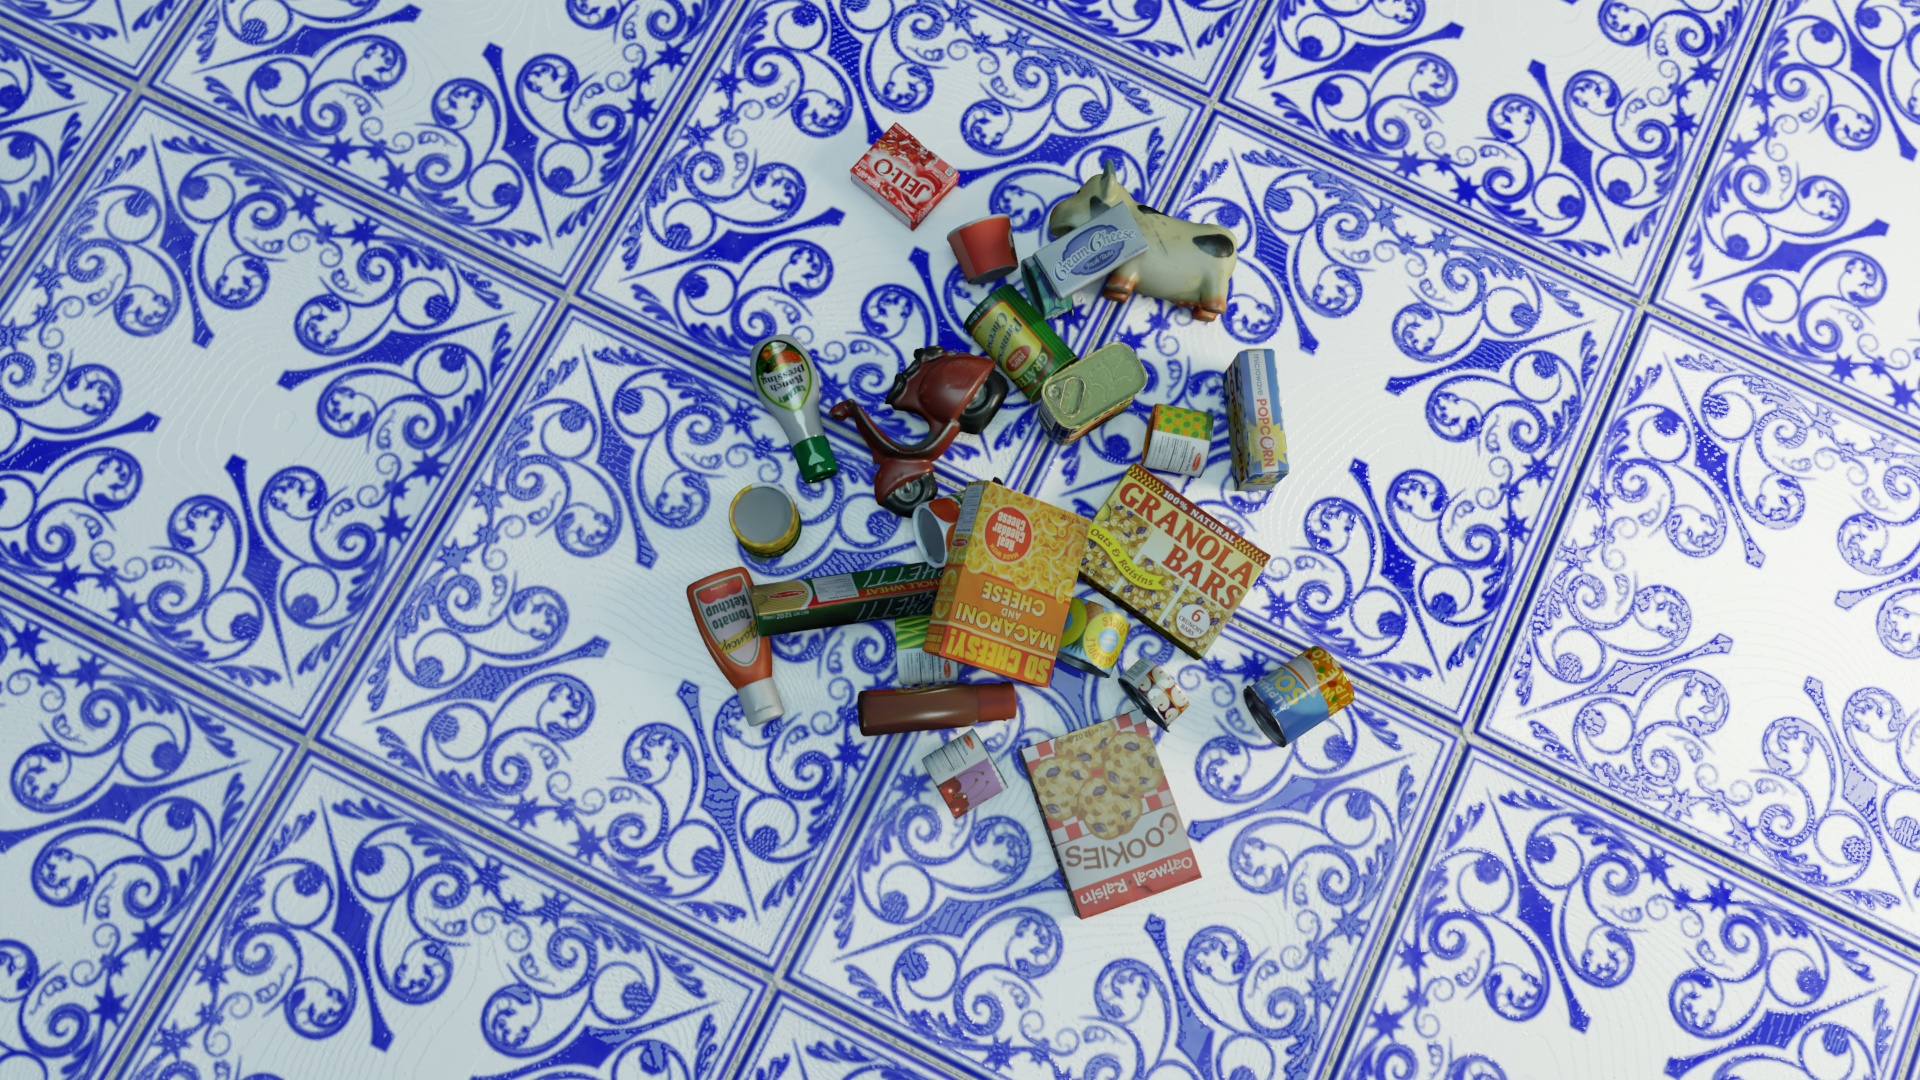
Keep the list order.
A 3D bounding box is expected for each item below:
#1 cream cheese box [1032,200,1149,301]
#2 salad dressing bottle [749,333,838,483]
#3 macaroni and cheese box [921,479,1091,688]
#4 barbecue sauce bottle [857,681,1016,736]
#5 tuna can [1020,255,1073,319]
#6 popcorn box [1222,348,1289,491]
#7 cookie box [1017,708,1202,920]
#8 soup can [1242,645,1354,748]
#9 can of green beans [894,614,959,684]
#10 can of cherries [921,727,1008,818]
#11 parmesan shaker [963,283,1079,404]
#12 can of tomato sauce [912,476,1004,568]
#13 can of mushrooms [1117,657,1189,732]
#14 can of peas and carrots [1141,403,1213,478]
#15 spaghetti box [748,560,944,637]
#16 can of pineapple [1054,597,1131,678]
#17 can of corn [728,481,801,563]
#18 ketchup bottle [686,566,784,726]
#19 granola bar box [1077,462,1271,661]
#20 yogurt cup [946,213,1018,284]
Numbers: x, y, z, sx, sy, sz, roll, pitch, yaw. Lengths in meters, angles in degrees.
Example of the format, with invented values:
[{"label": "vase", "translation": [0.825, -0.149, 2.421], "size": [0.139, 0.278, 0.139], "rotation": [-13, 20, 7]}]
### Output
[{"label": "cream cheese box", "translation": [0.128, -0.282, 1.357], "size": [0.104, 0.024, 0.053], "rotation": [-30, 89, -1]}, {"label": "salad dressing bottle", "translation": [-0.162, -0.130, 1.378], "size": [0.064, 0.044, 0.148], "rotation": [-21, 81, -5]}, {"label": "macaroni and cheese box", "translation": [0.045, 0.042, 1.299], "size": [0.124, 0.040, 0.166], "rotation": [20, 80, -27]}, {"label": "barbecue sauce bottle", "translation": [-0.022, 0.158, 1.321], "size": [0.149, 0.064, 0.044], "rotation": [-4, 82, -9]}, {"label": "tuna can", "translation": [0.088, -0.256, 1.403], "size": [0.033, 0.071, 0.071], "rotation": [-21, 81, -5]}, {"label": "popcorn box", "translation": [0.291, -0.118, 1.375], "size": [0.038, 0.085, 0.127], "rotation": [-4, 80, -2]}, {"label": "cookie box", "translation": [0.141, 0.258, 1.318], "size": [0.123, 0.040, 0.167], "rotation": [-18, 80, -6]}, {"label": "soup can", "translation": [0.324, 0.147, 1.333], "size": [0.084, 0.071, 0.071], "rotation": [-32, 82, -8]}, {"label": "can of green beans", "translation": [-0.032, 0.103, 1.328], "size": [0.058, 0.071, 0.071], "rotation": [-4, 80, -3]}, {"label": "can of cherries", "translation": [0.005, 0.222, 1.308], "size": [0.058, 0.071, 0.071], "rotation": [-30, 82, -7]}, {"label": "parmesan shaker", "translation": [0.058, -0.196, 1.391], "size": [0.071, 0.071, 0.103], "rotation": [-41, 83, -9]}, {"label": "can of tomato sauce", "translation": [0.005, -0.017, 1.338], "size": [0.083, 0.071, 0.071], "rotation": [-19, 80, -27]}, {"label": "can of mushrooms", "translation": [0.186, 0.147, 1.329], "size": [0.033, 0.071, 0.071], "rotation": [-42, 84, -10]}, {"label": "can of peas and carrots", "translation": [0.215, -0.101, 1.380], "size": [0.059, 0.071, 0.071], "rotation": [11, 79, 0]}, {"label": "spaghetti box", "translation": [-0.073, 0.050, 1.324], "size": [0.250, 0.050, 0.028], "rotation": [-8, 124, -13]}, {"label": "can of pineapple", "translation": [0.125, 0.093, 1.335], "size": [0.071, 0.071, 0.058], "rotation": [23, 79, 2]}, {"label": "can of corn", "translation": [-0.190, -0.017, 1.348], "size": [0.071, 0.058, 0.071], "rotation": [0, 79, -2]}, {"label": "ketchup bottle", "translation": [-0.210, 0.103, 1.332], "size": [0.065, 0.043, 0.149], "rotation": [-20, 81, -12]}, {"label": "granola bar box", "translation": [0.202, 0.020, 1.368], "size": [0.165, 0.039, 0.124], "rotation": [35, 79, 4]}, {"label": "yogurt cup", "translation": [0.025, -0.294, 1.409], "size": [0.072, 0.072, 0.054], "rotation": [-18, 89, -6]}]
